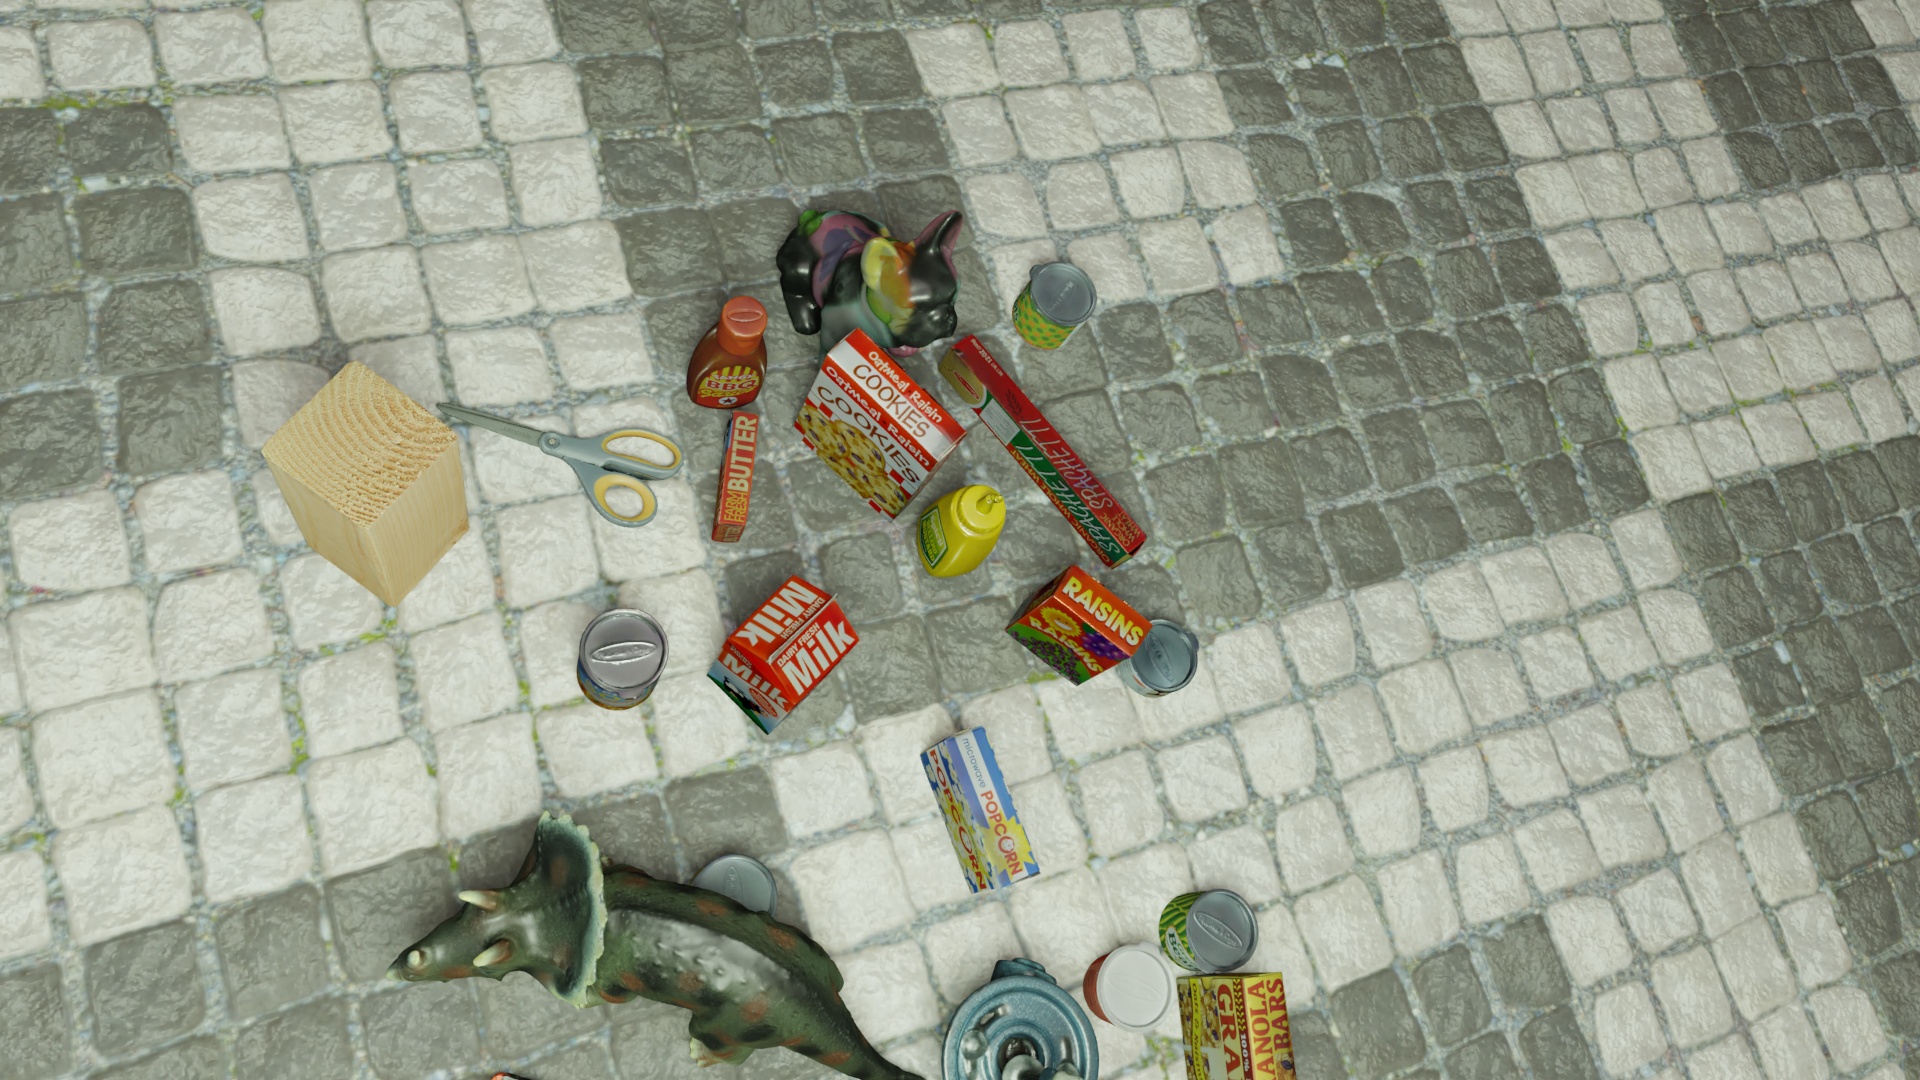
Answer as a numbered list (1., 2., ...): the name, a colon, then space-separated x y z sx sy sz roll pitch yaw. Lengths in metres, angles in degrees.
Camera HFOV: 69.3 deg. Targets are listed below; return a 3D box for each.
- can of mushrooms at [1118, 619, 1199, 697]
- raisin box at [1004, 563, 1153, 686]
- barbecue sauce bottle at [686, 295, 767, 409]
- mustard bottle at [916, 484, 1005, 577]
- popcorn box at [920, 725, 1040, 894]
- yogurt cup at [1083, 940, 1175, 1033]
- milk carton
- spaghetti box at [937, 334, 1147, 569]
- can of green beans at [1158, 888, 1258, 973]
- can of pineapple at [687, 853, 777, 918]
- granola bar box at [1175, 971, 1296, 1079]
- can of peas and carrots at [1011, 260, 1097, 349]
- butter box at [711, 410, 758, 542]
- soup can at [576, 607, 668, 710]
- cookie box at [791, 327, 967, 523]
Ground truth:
1. can of mushrooms: 0.179 0.106 1.250 0.071 0.033 0.071 5 71 -16
2. raisin box: 0.099 0.074 1.187 0.086 0.123 0.040 38 66 -3
3. barbecue sauce bottle: -0.190 -0.156 1.159 0.065 0.148 0.044 -4 74 -18
4. mustard bottle: 0.004 -0.015 1.166 0.049 0.159 0.065 -10 76 -20
5. popcorn box: 0.014 0.221 1.133 0.038 0.085 0.127 -17 79 -21
6. yogurt cup: 0.135 0.367 1.139 0.072 0.053 0.072 5 71 -16
7. milk carton: -0.137 0.087 1.072 0.073 0.190 0.072 44 66 0
8. spaghetti box: 0.074 -0.080 1.269 0.029 0.050 0.250 -39 87 -24
9. can of green beans: 0.208 0.330 1.172 0.071 0.057 0.071 5 71 -16
10. can of pineapple: -0.180 0.277 1.069 0.071 0.057 0.071 5 71 -16
11. granola bar box: 0.222 0.432 1.107 0.039 0.123 0.166 1 73 -17
12. can of peas and carrots: 0.086 -0.223 1.315 0.071 0.058 0.071 5 71 -16
13. butter box: -0.191 -0.053 1.177 0.024 0.053 0.104 9 70 -14
14. soup can: -0.266 0.097 1.087 0.071 0.083 0.071 5 71 -16
15. cookie box: -0.071 -0.093 1.164 0.123 0.167 0.040 44 66 0
